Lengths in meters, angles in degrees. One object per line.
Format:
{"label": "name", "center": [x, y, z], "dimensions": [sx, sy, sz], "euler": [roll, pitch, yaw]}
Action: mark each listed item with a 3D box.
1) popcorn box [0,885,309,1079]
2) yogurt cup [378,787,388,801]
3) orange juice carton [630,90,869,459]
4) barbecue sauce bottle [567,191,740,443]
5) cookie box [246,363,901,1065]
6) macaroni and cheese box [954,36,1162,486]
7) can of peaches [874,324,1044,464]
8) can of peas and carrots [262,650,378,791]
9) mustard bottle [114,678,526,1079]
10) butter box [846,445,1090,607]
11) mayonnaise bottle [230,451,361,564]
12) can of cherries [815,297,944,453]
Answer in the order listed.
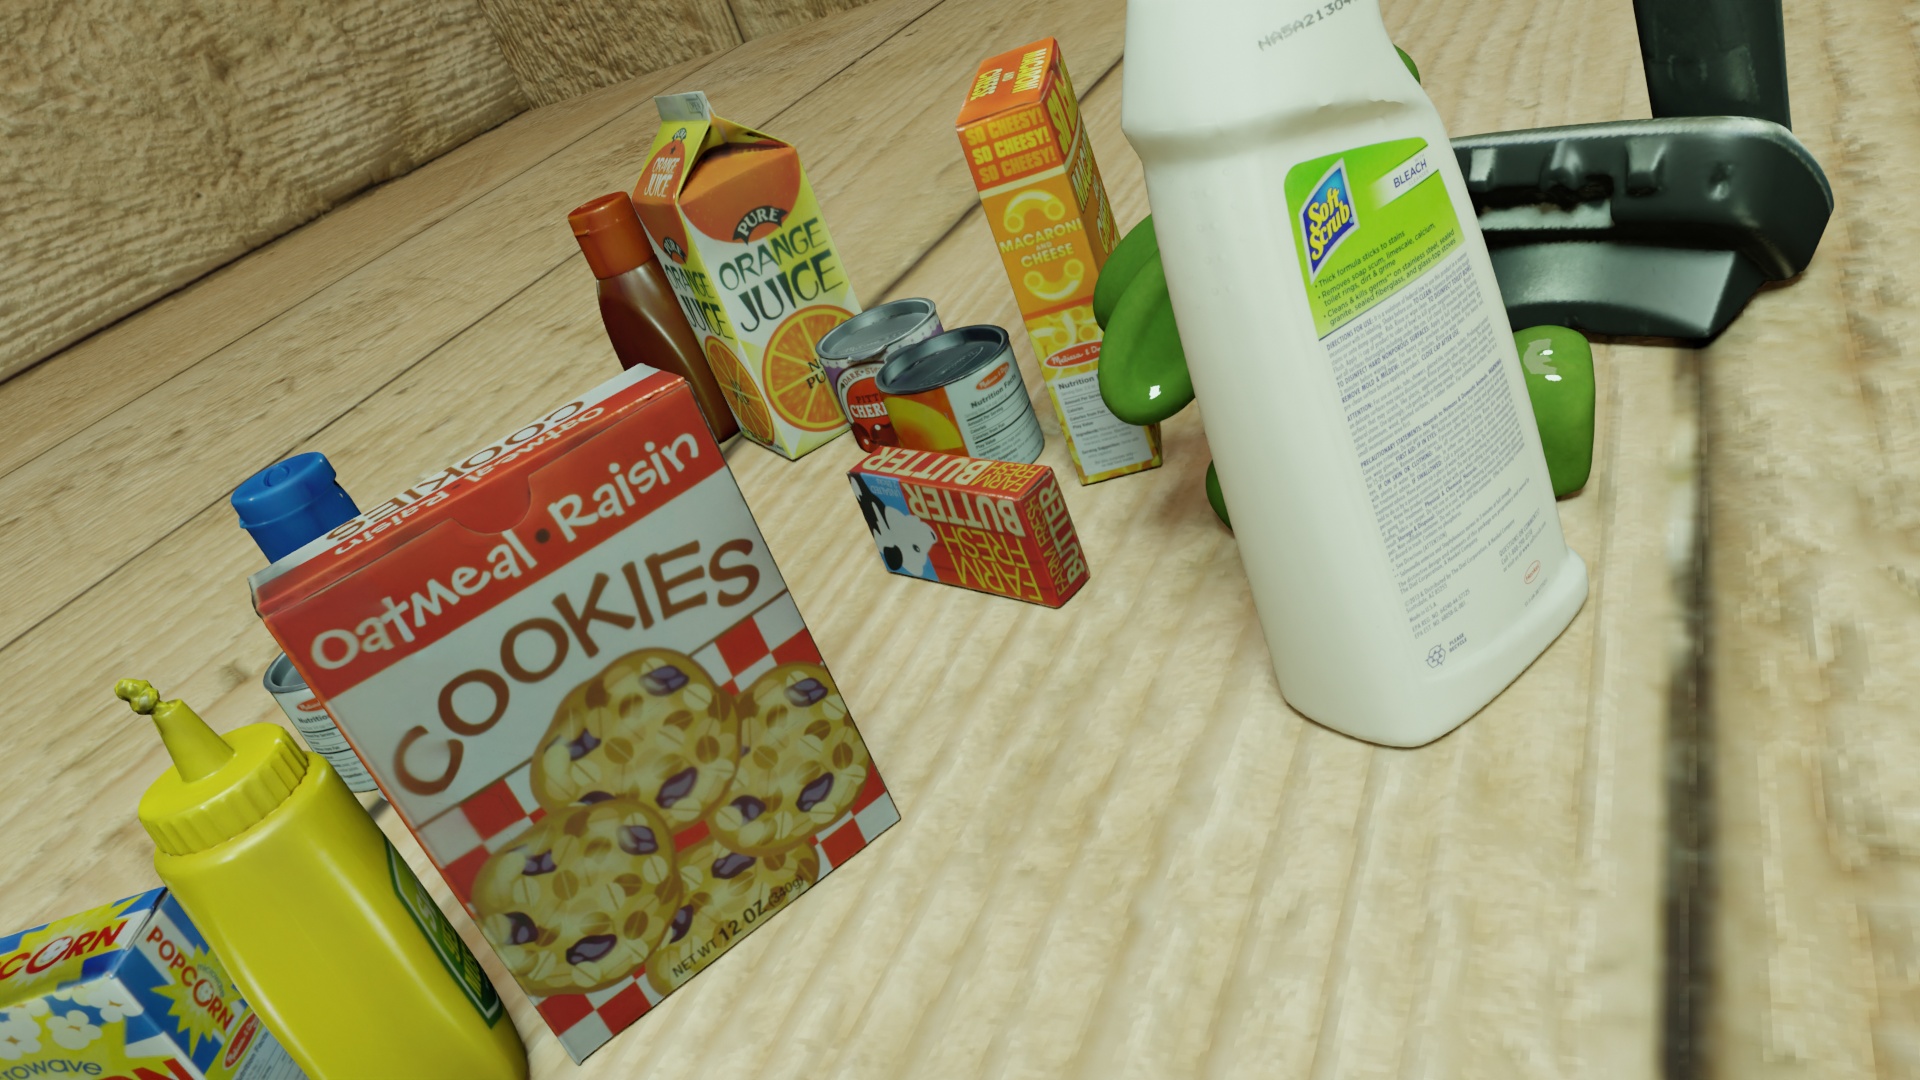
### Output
{"label": "popcorn box", "center": [-0.275, 0.161, 0.419], "dimensions": [0.126, 0.085, 0.038], "euler": [-18, 27, 8]}
{"label": "yogurt cup", "center": [-0.164, 0.088, 0.506], "dimensions": [0.072, 0.053, 0.073], "euler": [-17, 27, 9]}
{"label": "orange juice carton", "center": [-0.111, -0.147, 0.744], "dimensions": [0.073, 0.192, 0.072], "euler": [-33, 29, -20]}
{"label": "barbecue sauce bottle", "center": [-0.177, -0.125, 0.801], "dimensions": [0.065, 0.148, 0.044], "euler": [1, 35, 38]}
{"label": "cookie box", "center": [-0.102, 0.050, 0.405], "dimensions": [0.123, 0.166, 0.040], "euler": [-34, 29, -22]}
{"label": "macaroni and cheese box", "center": [0.049, -0.127, 0.620], "dimensions": [0.040, 0.165, 0.124], "euler": [-15, 28, 15]}
{"label": "can of peaches", "center": [-0.001, -0.062, 0.656], "dimensions": [0.071, 0.058, 0.071], "euler": [-17, 27, 9]}
{"label": "can of peas and carrots", "center": [-0.257, 0.066, 0.610], "dimensions": [0.071, 0.058, 0.071], "euler": [-17, 27, 9]}
{"label": "mustard bottle", "center": [-0.175, 0.099, 0.376], "dimensions": [0.049, 0.159, 0.065], "euler": [-32, 28, -19]}
{"label": "butter box", "center": [0.002, -0.007, 0.559], "dimensions": [0.103, 0.053, 0.024], "euler": [10, 41, 46]}
{"label": "mayonnaise bottle", "center": [-0.225, 0.037, 0.541], "dimensions": [0.041, 0.147, 0.065], "euler": [-31, 28, -17]}
{"label": "can of cherries", "center": [-0.035, -0.085, 0.722], "dimensions": [0.071, 0.058, 0.072], "euler": [-17, 27, 9]}
